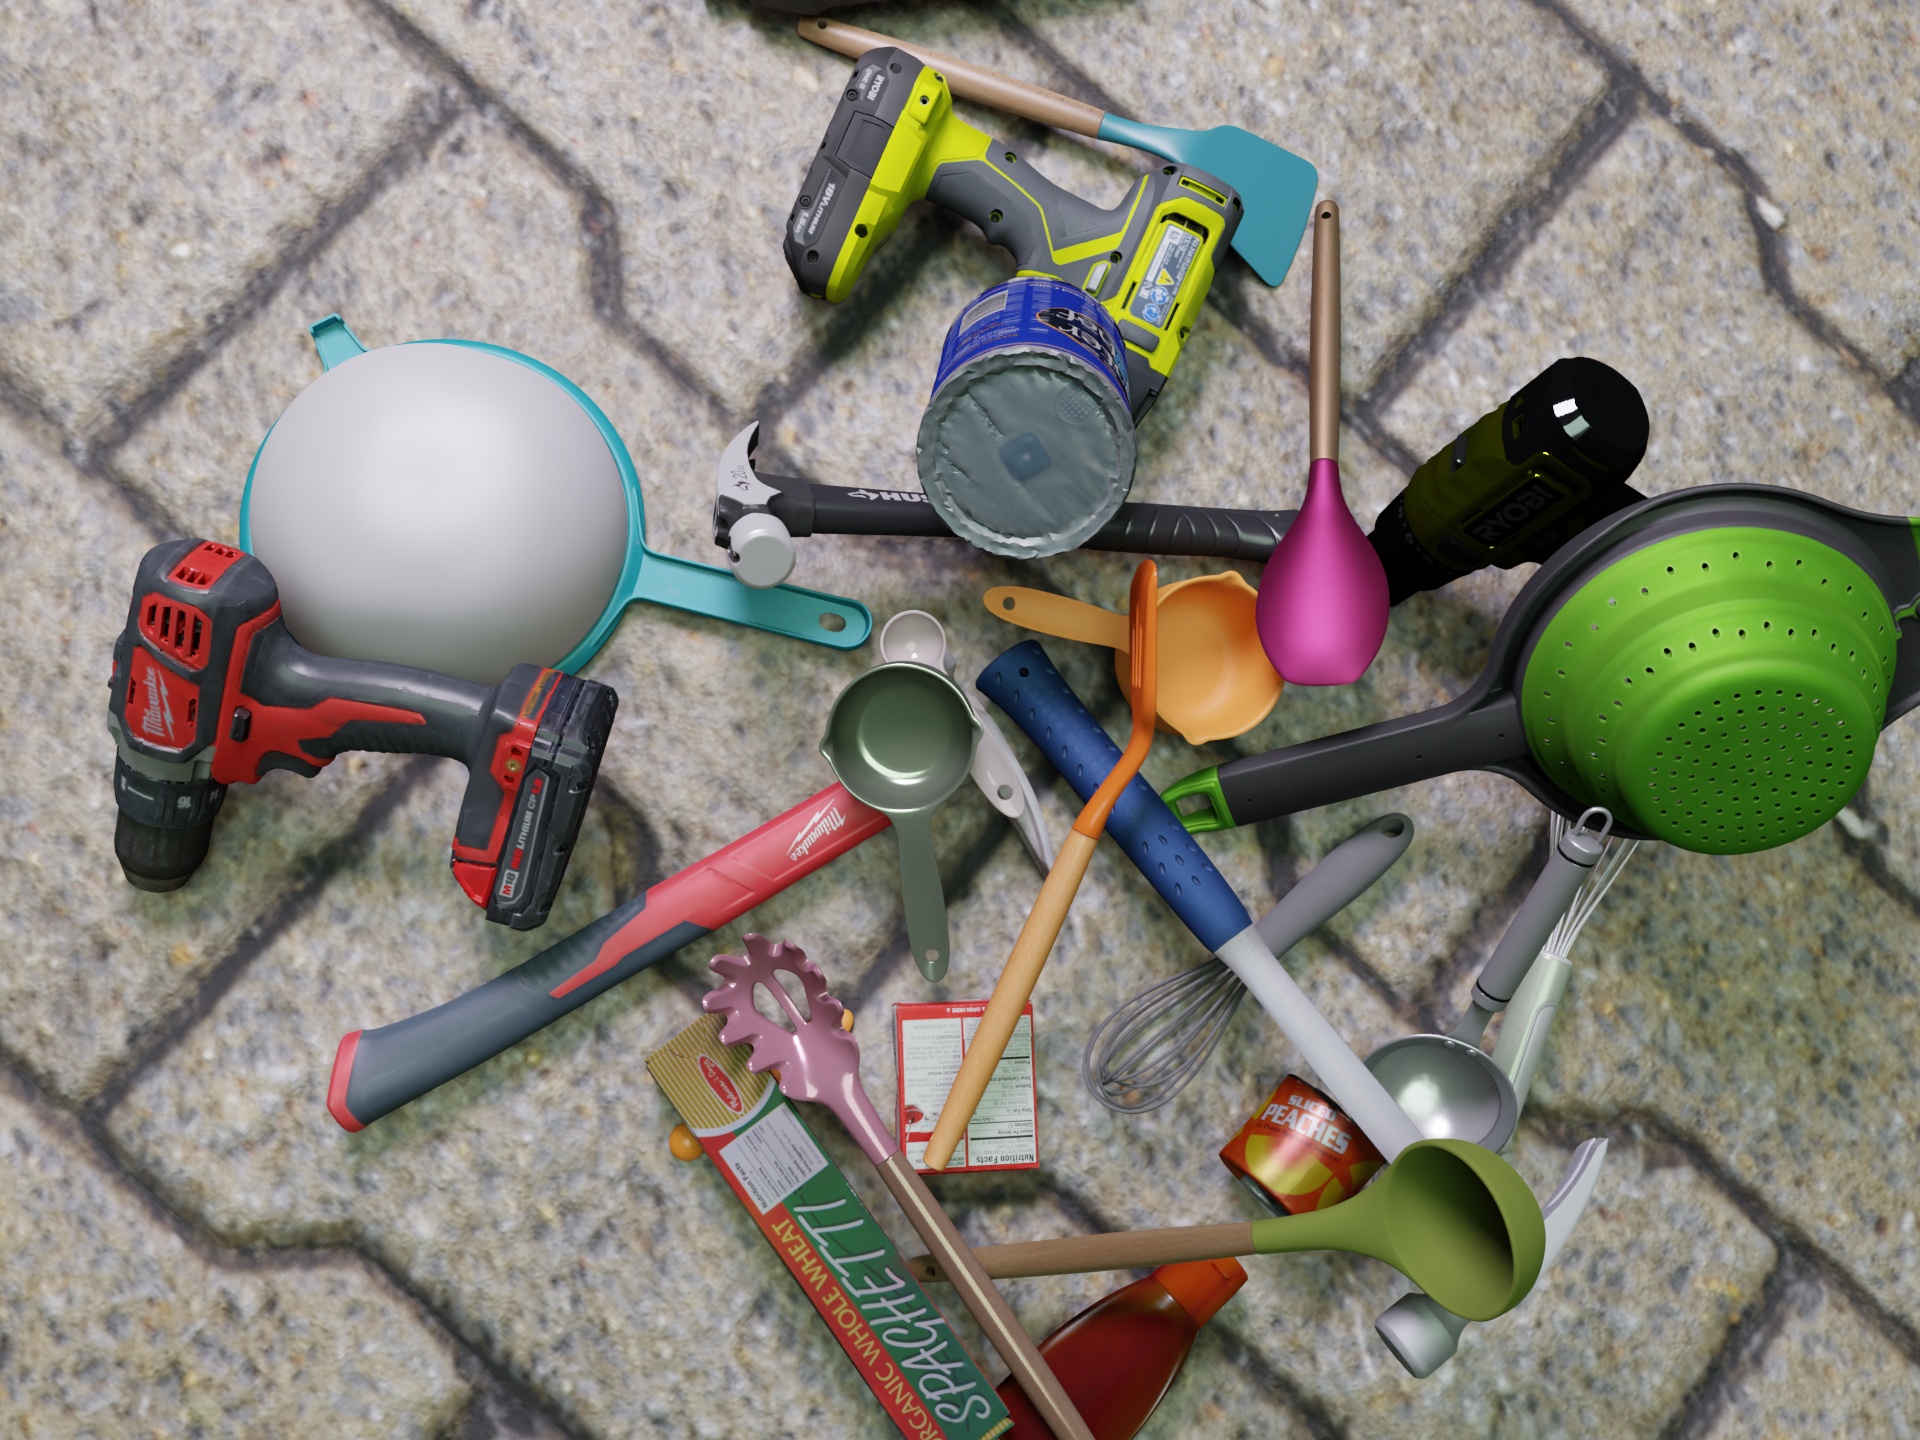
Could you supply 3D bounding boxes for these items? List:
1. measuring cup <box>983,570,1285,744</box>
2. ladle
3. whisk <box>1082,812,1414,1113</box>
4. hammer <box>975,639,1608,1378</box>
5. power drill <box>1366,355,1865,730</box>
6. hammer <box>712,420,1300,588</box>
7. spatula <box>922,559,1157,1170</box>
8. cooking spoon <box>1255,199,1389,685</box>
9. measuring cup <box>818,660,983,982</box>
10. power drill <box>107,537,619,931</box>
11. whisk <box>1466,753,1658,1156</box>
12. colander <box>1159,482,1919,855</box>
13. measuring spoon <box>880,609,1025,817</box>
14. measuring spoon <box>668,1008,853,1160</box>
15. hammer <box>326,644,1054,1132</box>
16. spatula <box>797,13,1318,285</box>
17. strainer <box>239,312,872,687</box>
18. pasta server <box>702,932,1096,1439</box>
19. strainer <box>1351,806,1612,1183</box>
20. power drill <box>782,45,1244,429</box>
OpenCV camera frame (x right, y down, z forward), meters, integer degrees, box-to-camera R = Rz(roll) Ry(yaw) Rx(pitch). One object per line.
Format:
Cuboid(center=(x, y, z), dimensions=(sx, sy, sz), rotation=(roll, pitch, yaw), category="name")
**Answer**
Cuboid(center=(0.088, -0.044, 0.858), dimensions=(0.173, 0.052, 0.095), rotation=(14, 87, -13), category="measuring cup")
Cuboid(center=(0.111, 0.250, 0.751), dimensions=(0.320, 0.062, 0.078), rotation=(-14, 82, 25), category="ladle")
Cuboid(center=(0.161, 0.127, 0.858), dimensions=(0.239, 0.055, 0.055), rotation=(-38, 88, -15), category="whisk")
Cuboid(center=(0.151, 0.117, 0.812), dimensions=(0.144, 0.035, 0.406), rotation=(-36, 74, -9), category="hammer")
Cuboid(center=(0.339, -0.079, 0.855), dimensions=(0.228, 0.190, 0.080), rotation=(26, 57, -14), category="power drill")
Cuboid(center=(0.032, -0.109, 0.855), dimensions=(0.334, 0.146, 0.035), rotation=(1, 120, -17), category="hammer")
Cuboid(center=(0.044, 0.075, 0.798), dimensions=(0.041, 0.081, 0.322), rotation=(24, 93, -2), category="spatula")
Cuboid(center=(0.200, -0.162, 0.877), dimensions=(0.069, 0.017, 0.319), rotation=(0, 64, 15), category="cooking spoon")
Cuboid(center=(-0.023, 0.050, 0.817), dimensions=(0.083, 0.038, 0.167), rotation=(-7, 101, 4), category="measuring cup")
Cuboid(center=(-0.300, 0.028, 0.778), dimensions=(0.226, 0.080, 0.187), rotation=(18, 117, -10), category="power drill")
Cuboid(center=(0.330, 0.124, 0.880), dimensions=(0.057, 0.059, 0.246), rotation=(26, 82, -36), category="whisk")
Cuboid(center=(0.292, 0.019, 0.791), dimensions=(0.397, 0.095, 0.204), rotation=(-16, 120, 17), category="colander")
Cuboid(center=(-0.001, -0.003, 0.835), dimensions=(0.034, 0.018, 0.124), rotation=(-31, 96, 3), category="measuring spoon")
Cuboid(center=(-0.103, 0.190, 0.833), dimensions=(0.117, 0.011, 0.021), rotation=(-37, 88, -10), category="measuring spoon")
Cuboid(center=(-0.139, 0.113, 0.827), dimensions=(0.386, 0.038, 0.143), rotation=(-30, 88, -10), category="hammer")
Cuboid(center=(0.056, -0.348, 0.927), dimensions=(0.317, 0.044, 0.082), rotation=(20, 81, 1), category="spatula")
Cuboid(center=(-0.210, -0.094, 0.819), dimensions=(0.340, 0.095, 0.211), rotation=(14, 80, -4), category="strainer")
Cuboid(center=(-0.022, 0.240, 0.785), dimensions=(0.060, 0.040, 0.316), rotation=(-35, 85, 2), category="pasta server")
Cuboid(center=(0.271, 0.146, 0.819), dimensions=(0.087, 0.050, 0.258), rotation=(23, 122, 7), category="strainer")
Cuboid(center=(0.023, -0.253, 0.876), dimensions=(0.223, 0.080, 0.171), rotation=(24, 94, -6), category="power drill")
